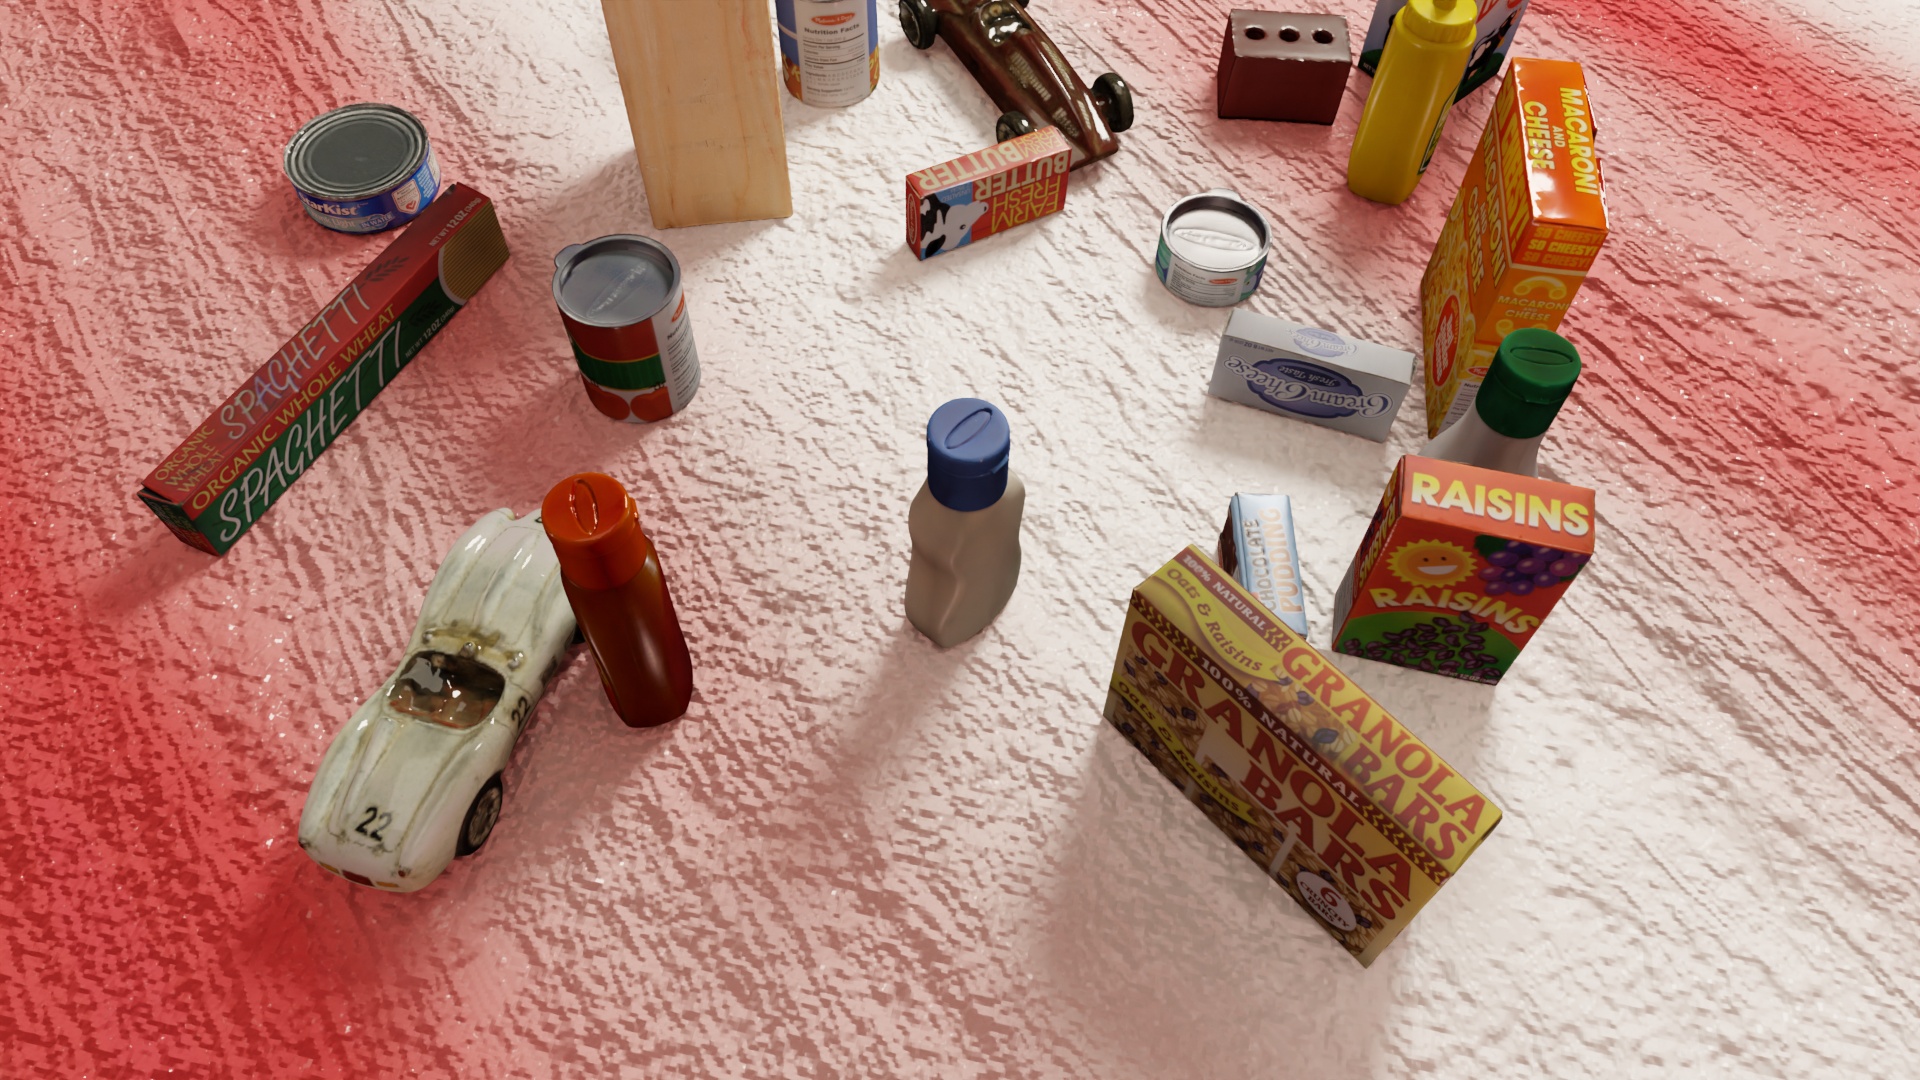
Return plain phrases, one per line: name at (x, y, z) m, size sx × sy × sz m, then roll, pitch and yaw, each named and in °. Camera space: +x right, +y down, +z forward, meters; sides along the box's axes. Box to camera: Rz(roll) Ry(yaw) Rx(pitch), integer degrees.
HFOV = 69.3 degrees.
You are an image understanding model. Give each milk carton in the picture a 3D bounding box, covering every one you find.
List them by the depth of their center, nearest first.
milk carton at (0.322, -0.373, 0.874) m, size 0.074 × 0.189 × 0.072 m, roll -37°, pitch 65°, yaw -22°

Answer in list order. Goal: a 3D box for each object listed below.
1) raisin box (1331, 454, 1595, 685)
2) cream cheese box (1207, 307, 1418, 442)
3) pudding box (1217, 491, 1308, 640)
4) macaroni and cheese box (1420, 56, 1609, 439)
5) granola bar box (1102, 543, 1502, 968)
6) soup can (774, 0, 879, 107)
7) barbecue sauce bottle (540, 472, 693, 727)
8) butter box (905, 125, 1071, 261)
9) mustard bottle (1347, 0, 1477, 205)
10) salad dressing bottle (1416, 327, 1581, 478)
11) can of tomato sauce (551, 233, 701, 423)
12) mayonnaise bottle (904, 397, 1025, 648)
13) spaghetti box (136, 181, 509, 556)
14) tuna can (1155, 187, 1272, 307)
raisin box at (0.233, 0.016, 0.655) m, size 0.086 × 0.122 × 0.040 m, roll 12°, pitch 57°, yaw 7°
cream cheese box at (0.193, -0.091, 0.767) m, size 0.104 × 0.053 × 0.024 m, roll 17°, pitch 58°, yaw 9°
pudding box at (0.149, 0.023, 0.693) m, size 0.030 × 0.049 × 0.084 m, roll 1°, pitch 57°, yaw 0°
macaroni and cheese box at (0.290, -0.150, 0.740) m, size 0.040 × 0.165 × 0.124 m, roll 7°, pitch 57°, yaw 4°
granola bar box at (0.139, 0.094, 0.601) m, size 0.039 × 0.123 × 0.166 m, roll -36°, pitch 64°, yaw -22°
soup can at (-0.087, -0.338, 0.906) m, size 0.071 × 0.083 × 0.072 m, roll 1°, pitch 57°, yaw -1°
barbecue sauce bottle at (-0.153, 0.026, 0.625) m, size 0.044 × 0.147 × 0.065 m, roll -14°, pitch 58°, yaw -10°
butter box at (0.016, -0.211, 0.842) m, size 0.104 × 0.052 × 0.024 m, roll -23°, pitch 60°, yaw -15°
mustard bottle at (0.272, -0.276, 0.827) m, size 0.049 × 0.159 × 0.065 m, roll 23°, pitch 59°, yaw 13°
salad dressing bottle at (0.259, -0.042, 0.680) m, size 0.064 × 0.147 × 0.044 m, roll 9°, pitch 57°, yaw 5°
can of tomato sauce at (-0.181, -0.114, 0.756) m, size 0.071 × 0.082 × 0.071 m, roll 1°, pitch 57°, yaw -1°
mayonnaise bottle at (0.002, -0.008, 0.651) m, size 0.041 × 0.147 × 0.065 m, roll 37°, pitch 64°, yaw 21°
spaghetti box at (-0.339, -0.099, 0.762) m, size 0.029 × 0.050 × 0.251 m, roll 23°, pitch 59°, yaw 14°
tuna can at (0.151, -0.176, 0.834) m, size 0.071 × 0.032 × 0.071 m, roll 1°, pitch 57°, yaw -1°
